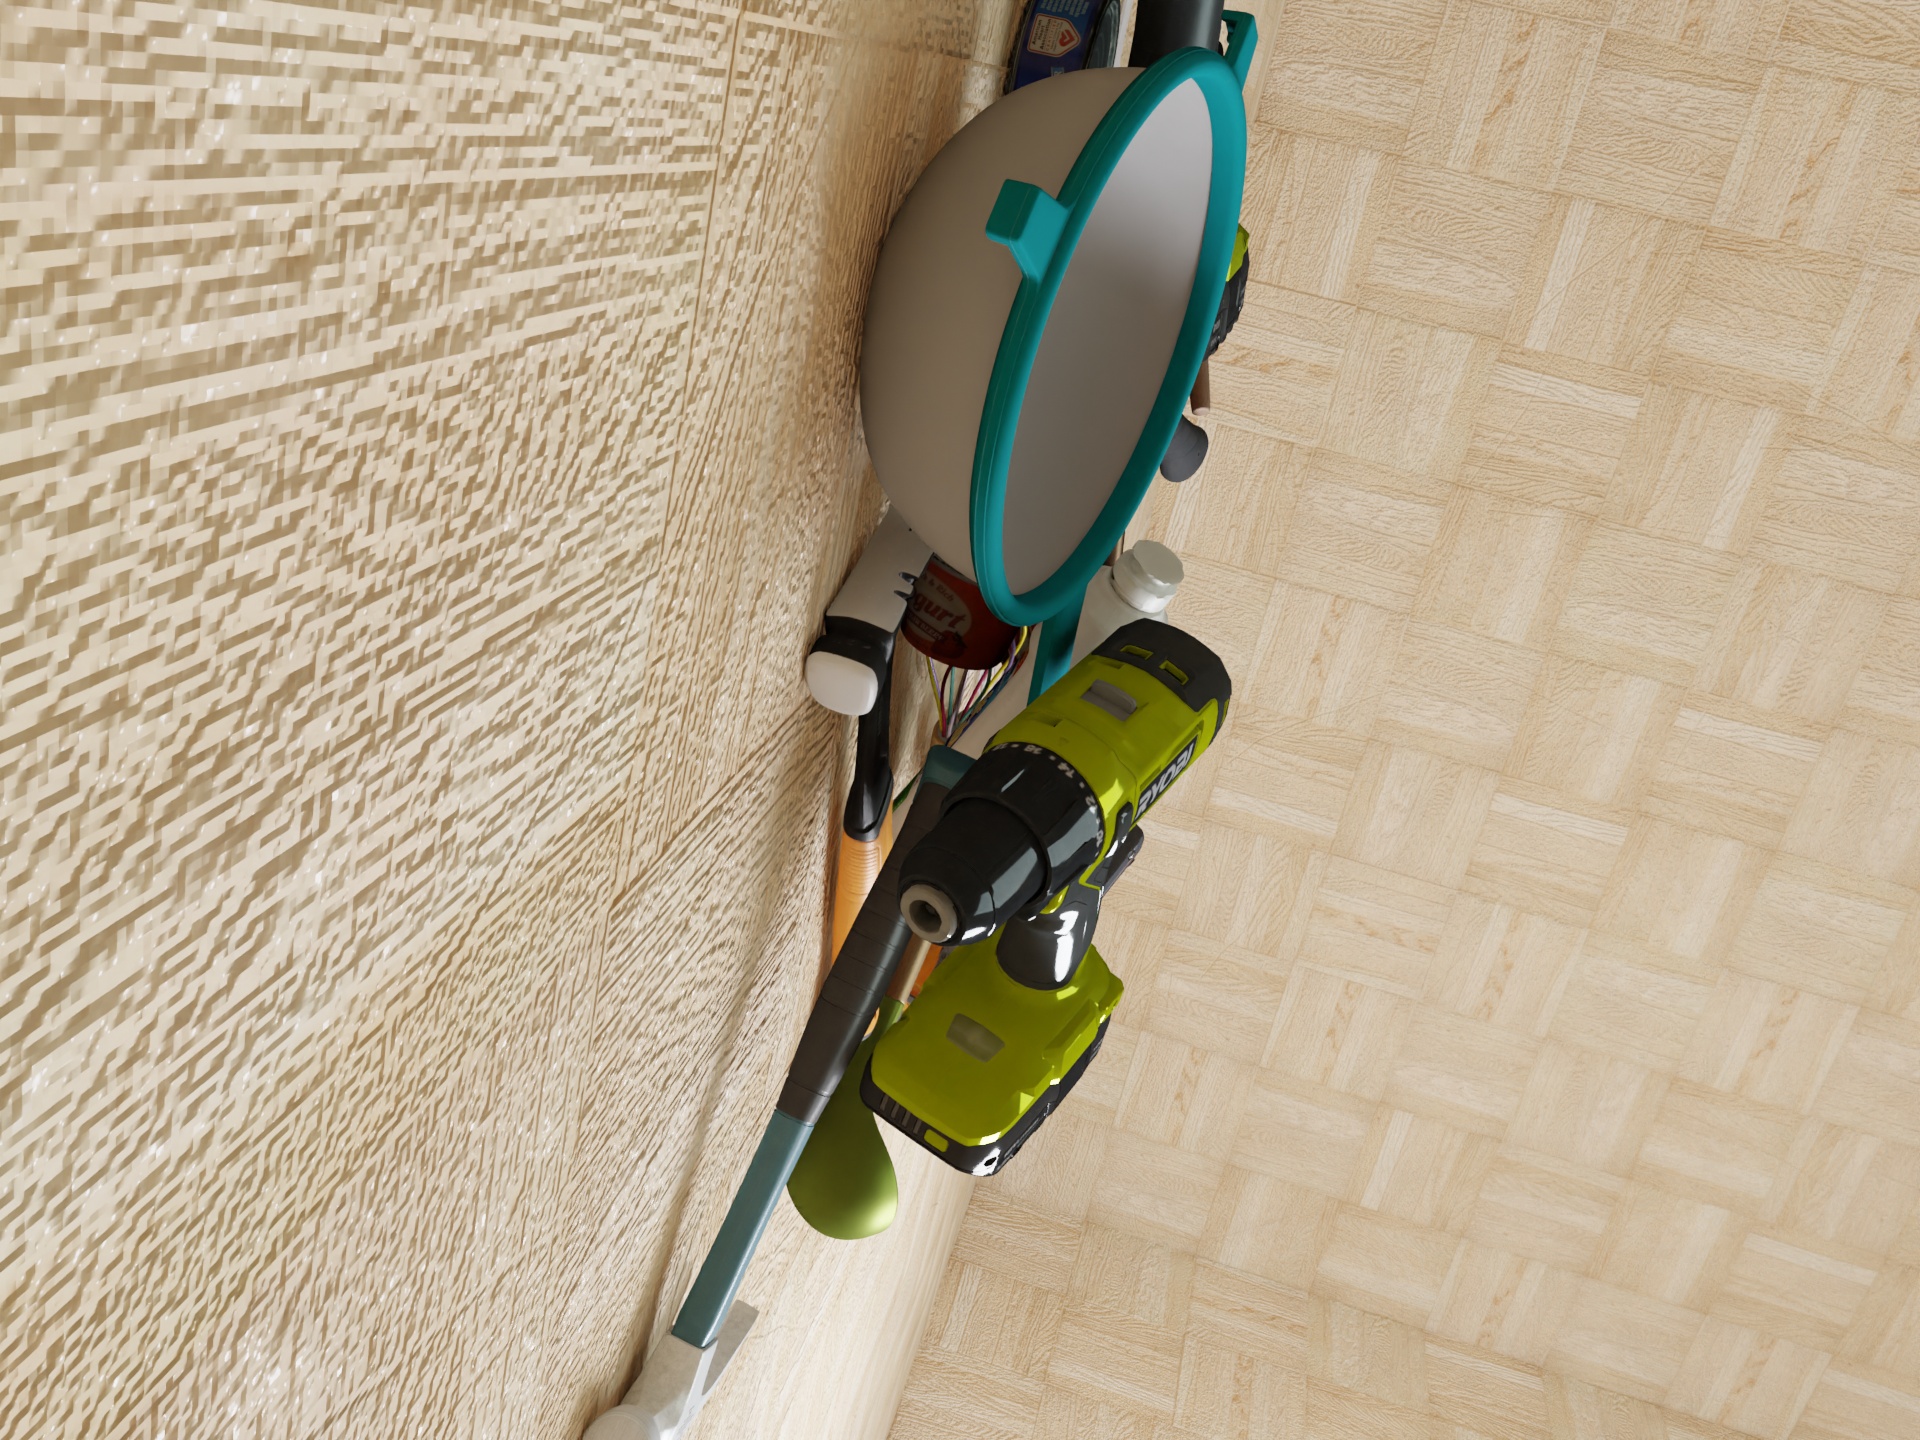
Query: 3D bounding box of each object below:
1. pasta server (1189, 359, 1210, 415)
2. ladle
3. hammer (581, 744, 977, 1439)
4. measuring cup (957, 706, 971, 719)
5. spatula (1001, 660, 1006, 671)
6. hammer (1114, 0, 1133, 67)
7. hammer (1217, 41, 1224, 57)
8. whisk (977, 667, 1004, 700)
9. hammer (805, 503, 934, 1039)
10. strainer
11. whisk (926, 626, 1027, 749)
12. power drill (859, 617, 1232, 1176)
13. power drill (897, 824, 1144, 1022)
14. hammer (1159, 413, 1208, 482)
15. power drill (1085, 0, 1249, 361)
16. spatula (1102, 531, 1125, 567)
[{"bbox_3d":[0.172,-0.370,1.164,0.060,0.040,0.316,112,-23,-73],"label":"pasta server"},{"bbox_3d":[-0.021,0.142,0.927,0.062,0.078,0.320,36,70,-40],"label":"ladle"},{"bbox_3d":[-0.066,0.161,0.699,0.128,0.033,0.331,76,38,-78],"label":"hammer"},{"bbox_3d":[0.019,0.020,1.015,0.167,0.038,0.083,134,-38,-75],"label":"measuring cup"},{"bbox_3d":[0.062,-0.001,1.091,0.082,0.044,0.317,-64,152,-25],"label":"spatula"},{"bbox_3d":[0.082,-0.345,0.874,0.144,0.035,0.405,-59,163,-63],"label":"hammer"},{"bbox_3d":[0.133,-0.324,1.021,0.359,0.036,0.149,-86,172,-77],"label":"hammer"},{"bbox_3d":[0.034,0.055,1.202,0.070,0.070,0.284,-63,164,-55],"label":"whisk"},{"bbox_3d":[-0.044,0.048,0.775,0.336,0.034,0.127,98,12,-46],"label":"hammer"},{"bbox_3d":[0.016,-0.103,0.633,0.211,0.095,0.340,-51,158,-41],"label":"strainer"},{"bbox_3d":[0.001,-0.002,0.930,0.047,0.051,0.244,-25,157,-19],"label":"whisk"},{"bbox_3d":[0.025,0.085,0.668,0.190,0.080,0.228,-40,153,-45],"label":"power drill"},{"bbox_3d":[0.041,0.117,1.075,0.185,0.084,0.226,-46,174,-34],"label":"power drill"},{"bbox_3d":[0.097,-0.199,0.952,0.149,0.036,0.409,-70,162,6],"label":"hammer"},{"bbox_3d":[0.098,-0.284,0.692,0.171,0.080,0.223,-54,154,-57],"label":"power drill"},{"bbox_3d":[0.100,-0.092,1.093,0.059,0.018,0.316,-13,110,-70],"label":"spatula"}]
